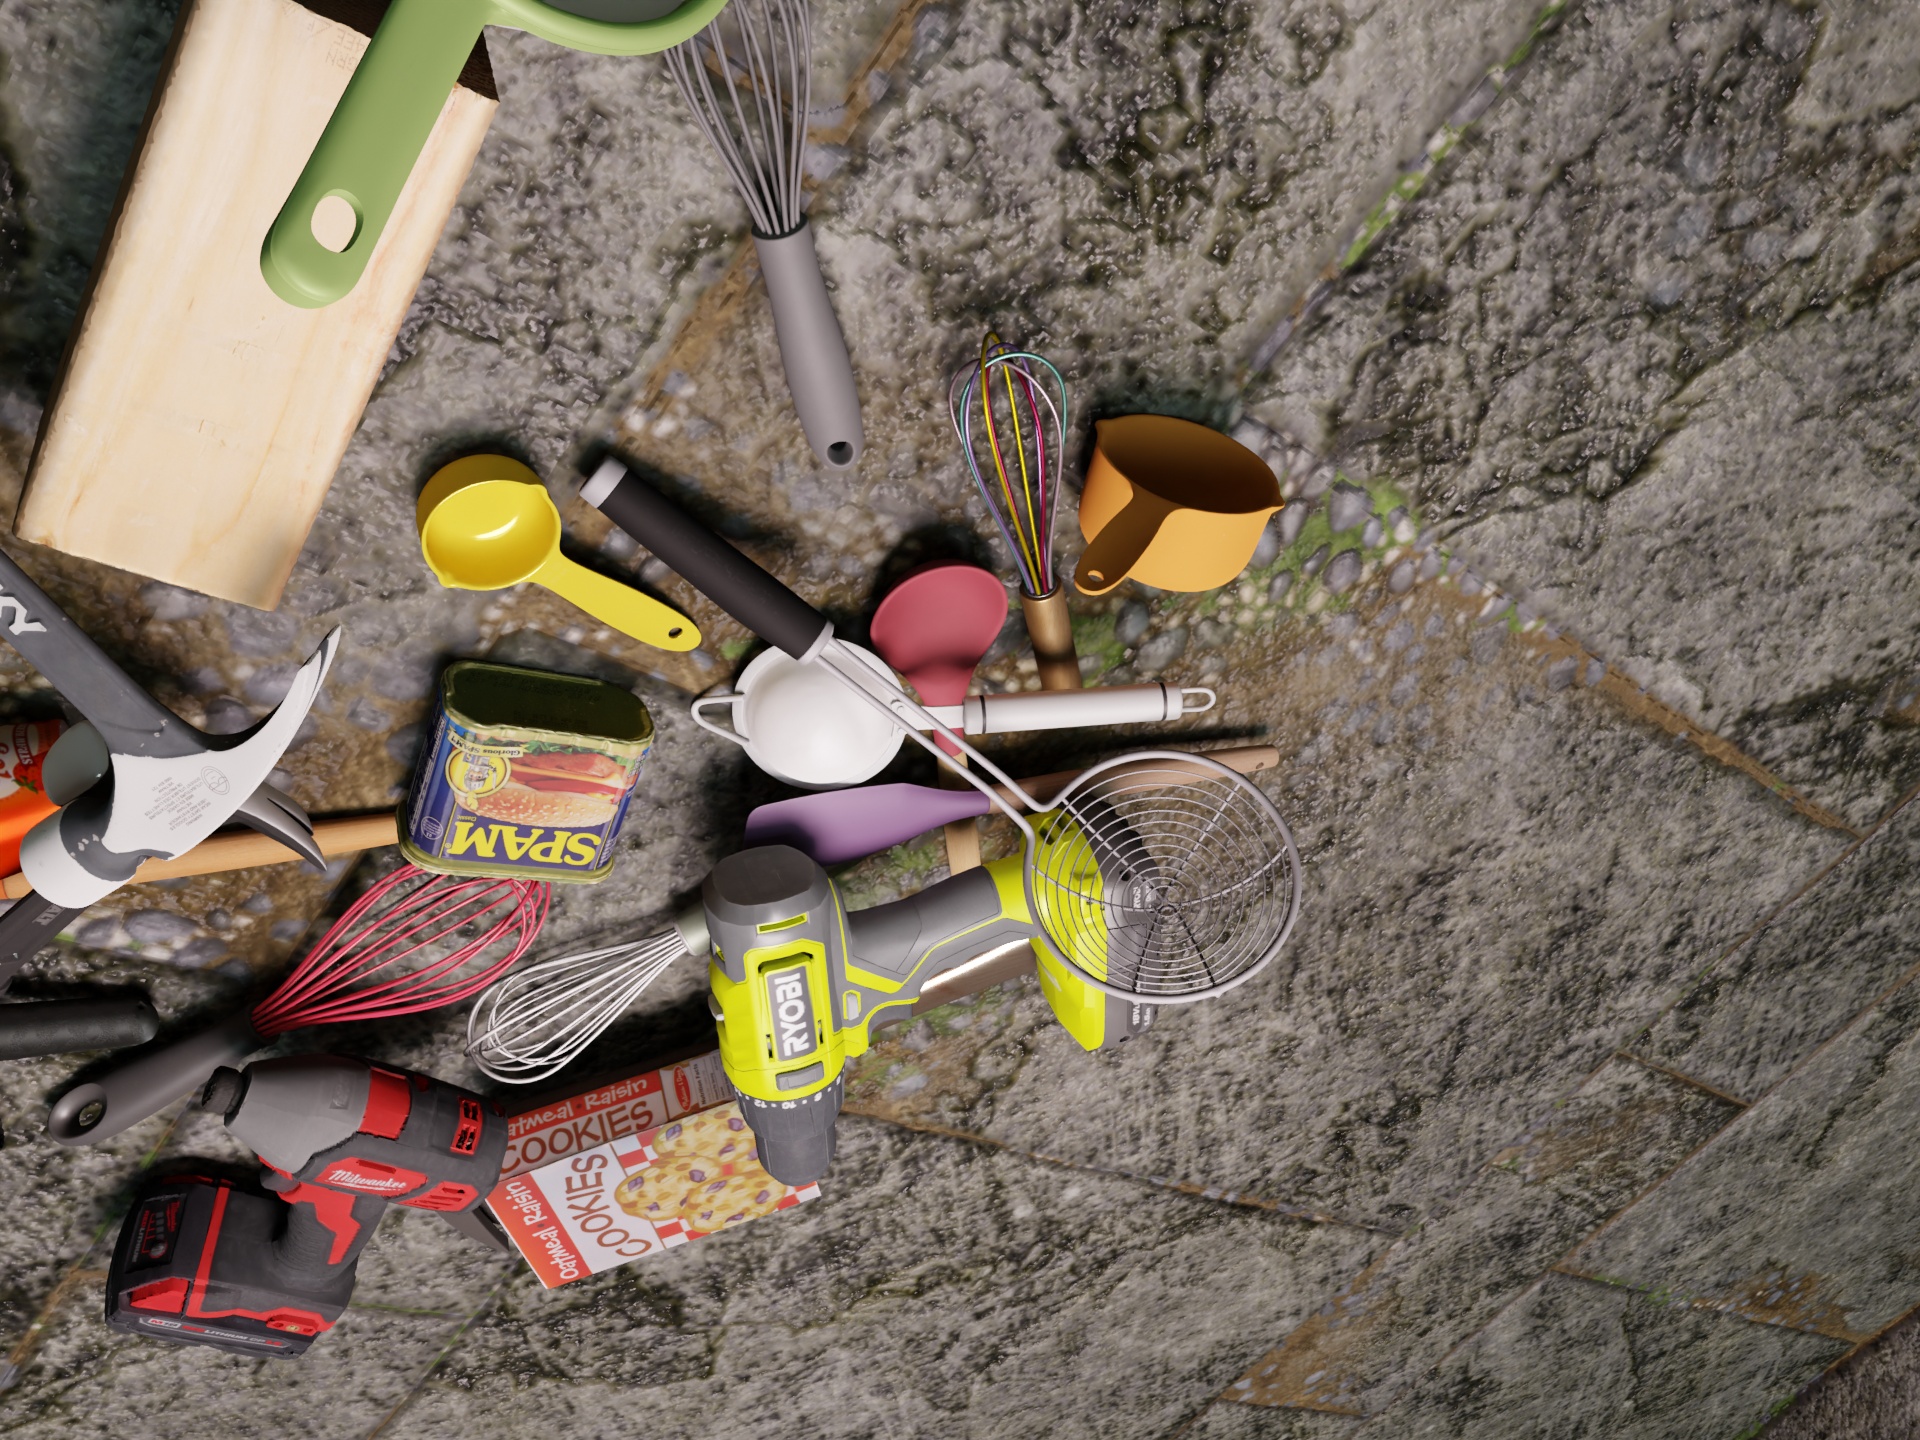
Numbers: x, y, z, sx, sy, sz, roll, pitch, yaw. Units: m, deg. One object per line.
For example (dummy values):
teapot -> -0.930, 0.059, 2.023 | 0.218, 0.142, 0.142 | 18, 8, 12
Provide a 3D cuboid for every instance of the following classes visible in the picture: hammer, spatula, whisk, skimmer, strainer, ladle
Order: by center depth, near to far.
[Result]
strainer -> -0.154, -0.222, 0.468 | 0.069, 0.256, 0.151 | -6, 150, 45
hammer -> -0.366, -0.116, 0.482 | 0.149, 0.036, 0.408 | -28, 116, 16
whisk -> -0.068, -0.194, 0.624 | 0.055, 0.055, 0.238 | -20, 137, -7
hammer -> -0.429, 0.127, 0.664 | 0.337, 0.034, 0.127 | -38, 151, 6
skimmer -> -0.005, -0.004, 0.705 | 0.363, 0.090, 0.127 | 38, 67, -18
spatula -> -0.398, 0.077, 0.710 | 0.322, 0.041, 0.081 | -8, 150, -19
whisk -> 0.037, -0.083, 0.765 | 0.051, 0.047, 0.244 | -23, 138, -6
strainer -> -0.001, -0.002, 0.774 | 0.258, 0.050, 0.086 | -4, 121, -6
whisk -> -0.328, 0.140, 0.786 | 0.296, 0.073, 0.073 | -28, 134, 8
whisk -> -0.154, 0.118, 0.849 | 0.246, 0.058, 0.059 | -30, 168, -3
spatula -> 0.036, 0.041, 0.851 | 0.316, 0.018, 0.059 | -8, 138, -23
ladle -> -0.002, 0.033, 0.854 | 0.069, 0.031, 0.315 | -13, 134, -7
hammer -> -0.115, 0.195, 0.921 | 0.410, 0.038, 0.146 | -20, 135, -2

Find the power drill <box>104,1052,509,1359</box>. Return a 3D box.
power drill -> -0.343, 0.242, 0.812 | 0.143, 0.079, 0.219 | 26, 127, -31

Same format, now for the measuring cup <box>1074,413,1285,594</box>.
measuring cup -> 0.081, -0.078, 0.711 | 0.095, 0.174, 0.052 | 26, 129, 12

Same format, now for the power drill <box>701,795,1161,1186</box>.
power drill -> -0.015, 0.139, 0.826 | 0.228, 0.080, 0.190 | -13, 120, -17

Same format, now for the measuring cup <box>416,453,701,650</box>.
measuring cup -> -0.172, -0.069, 0.703 | 0.062, 0.029, 0.156 | -41, 144, 13
